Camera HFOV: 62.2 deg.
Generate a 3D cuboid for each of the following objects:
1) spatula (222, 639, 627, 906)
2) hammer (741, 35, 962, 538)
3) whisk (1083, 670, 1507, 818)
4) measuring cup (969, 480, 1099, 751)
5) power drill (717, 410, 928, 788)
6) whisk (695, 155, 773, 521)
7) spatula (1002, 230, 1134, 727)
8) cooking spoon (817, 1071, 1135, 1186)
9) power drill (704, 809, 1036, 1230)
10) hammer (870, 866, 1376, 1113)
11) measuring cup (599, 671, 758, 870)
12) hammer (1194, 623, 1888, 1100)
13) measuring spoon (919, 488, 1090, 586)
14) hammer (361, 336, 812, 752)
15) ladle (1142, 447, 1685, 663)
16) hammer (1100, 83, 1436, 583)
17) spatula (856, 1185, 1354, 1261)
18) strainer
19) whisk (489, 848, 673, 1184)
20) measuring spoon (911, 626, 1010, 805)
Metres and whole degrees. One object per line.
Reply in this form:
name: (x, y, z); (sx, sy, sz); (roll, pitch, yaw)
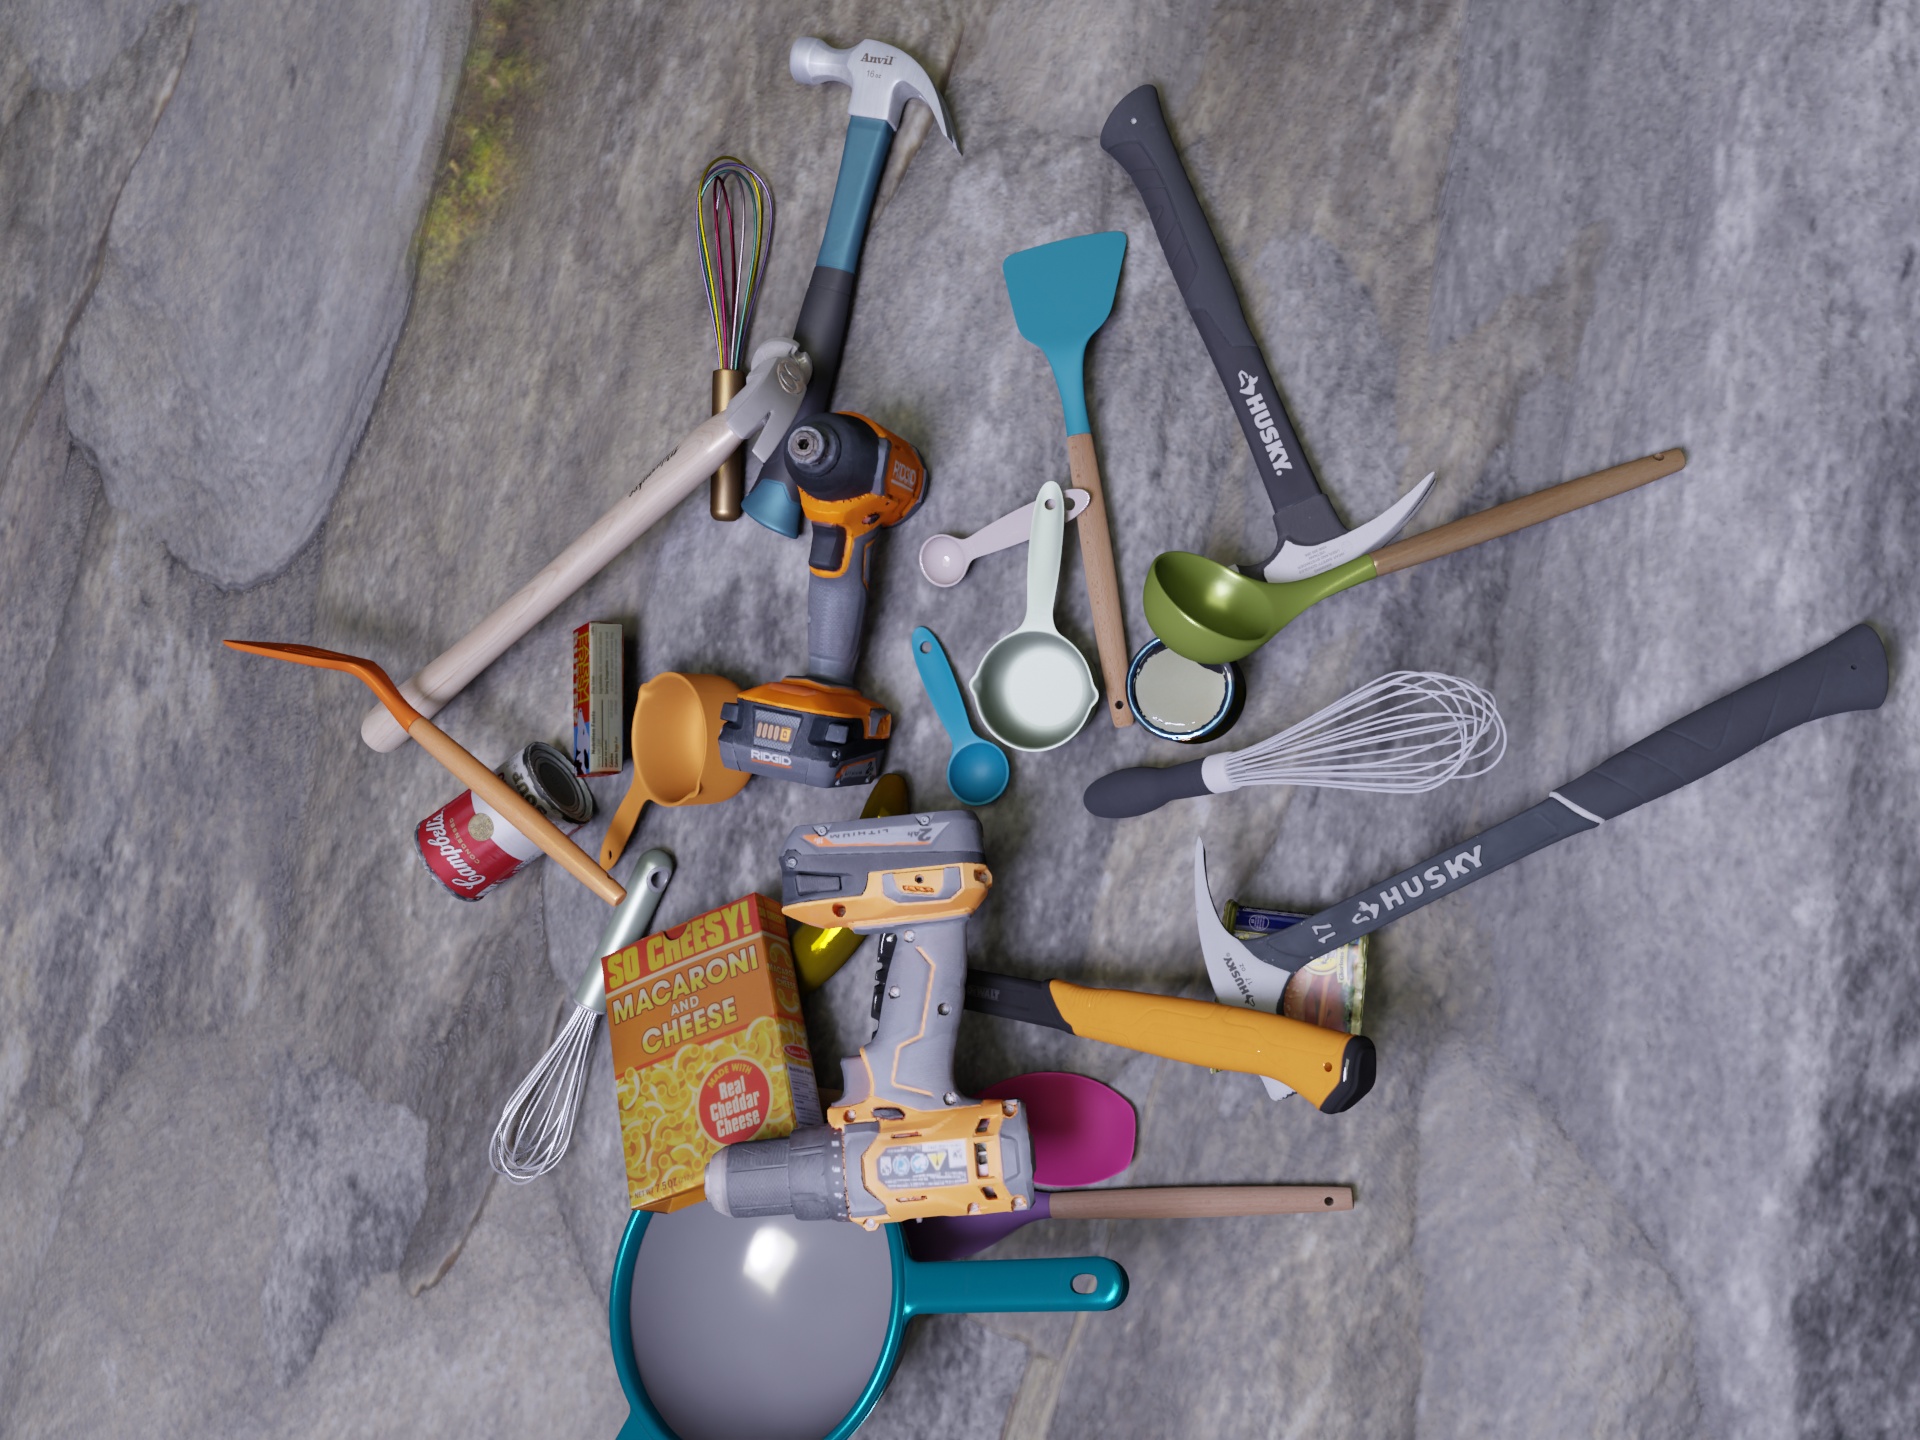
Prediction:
spatula: (-0.343, 0.025, 1.042); (0.323, 0.081, 0.041); (37, 101, 14)
hammer: (-0.088, -0.286, 1.058); (0.128, 0.033, 0.331); (15, 91, 18)
whisk: (0.173, 0.023, 0.896); (0.284, 0.070, 0.070); (-16, 82, 46)
measuring cup: (0.054, -0.064, 0.995); (0.083, 0.038, 0.167); (5, 92, 17)
power drill: (-0.084, -0.076, 0.978); (0.084, 0.164, 0.226); (11, 92, 14)
whisk: (-0.160, -0.258, 1.074); (0.051, 0.047, 0.245); (2, 91, 16)
spatula: (0.083, -0.153, 1.005); (0.082, 0.044, 0.317); (-8, 89, 15)
cooking spoon: (-0.045, 0.250, 1.022); (0.319, 0.017, 0.069); (2, 76, 17)
power drill: (-0.058, 0.174, 0.909); (0.185, 0.084, 0.226); (-6, 78, 1)
hammer: (0.080, 0.160, 0.914); (0.337, 0.034, 0.127); (4, 87, 41)
measuring cup: (-0.191, 0.041, 1.066); (0.095, 0.052, 0.173); (57, 129, 30)
hammer: (0.320, 0.054, 0.882); (0.409, 0.036, 0.149); (-28, 73, 4)
measuring spoon: (0.029, -0.119, 1.011); (0.124, 0.018, 0.034); (-21, 94, 25)
hammer: (-0.259, -0.094, 1.041); (0.410, 0.146, 0.038); (-36, 112, 22)
ladle: (0.258, -0.105, 0.902); (0.320, 0.062, 0.078); (-19, 48, 1)
hammer: (0.169, -0.240, 0.977); (0.146, 0.035, 0.335); (-23, 80, 15)
spatula: (0.081, 0.301, 0.981); (0.316, 0.018, 0.060); (-8, 87, 17)
strainer: (-0.049, 0.345, 0.960); (0.340, 0.095, 0.211); (-10, 65, 24)
whisk: (-0.254, 0.199, 1.075); (0.059, 0.057, 0.246); (25, 90, 45)
measuring spoon: (-0.002, -0.003, 1.028); (0.042, 0.021, 0.129); (-28, 70, 14)
